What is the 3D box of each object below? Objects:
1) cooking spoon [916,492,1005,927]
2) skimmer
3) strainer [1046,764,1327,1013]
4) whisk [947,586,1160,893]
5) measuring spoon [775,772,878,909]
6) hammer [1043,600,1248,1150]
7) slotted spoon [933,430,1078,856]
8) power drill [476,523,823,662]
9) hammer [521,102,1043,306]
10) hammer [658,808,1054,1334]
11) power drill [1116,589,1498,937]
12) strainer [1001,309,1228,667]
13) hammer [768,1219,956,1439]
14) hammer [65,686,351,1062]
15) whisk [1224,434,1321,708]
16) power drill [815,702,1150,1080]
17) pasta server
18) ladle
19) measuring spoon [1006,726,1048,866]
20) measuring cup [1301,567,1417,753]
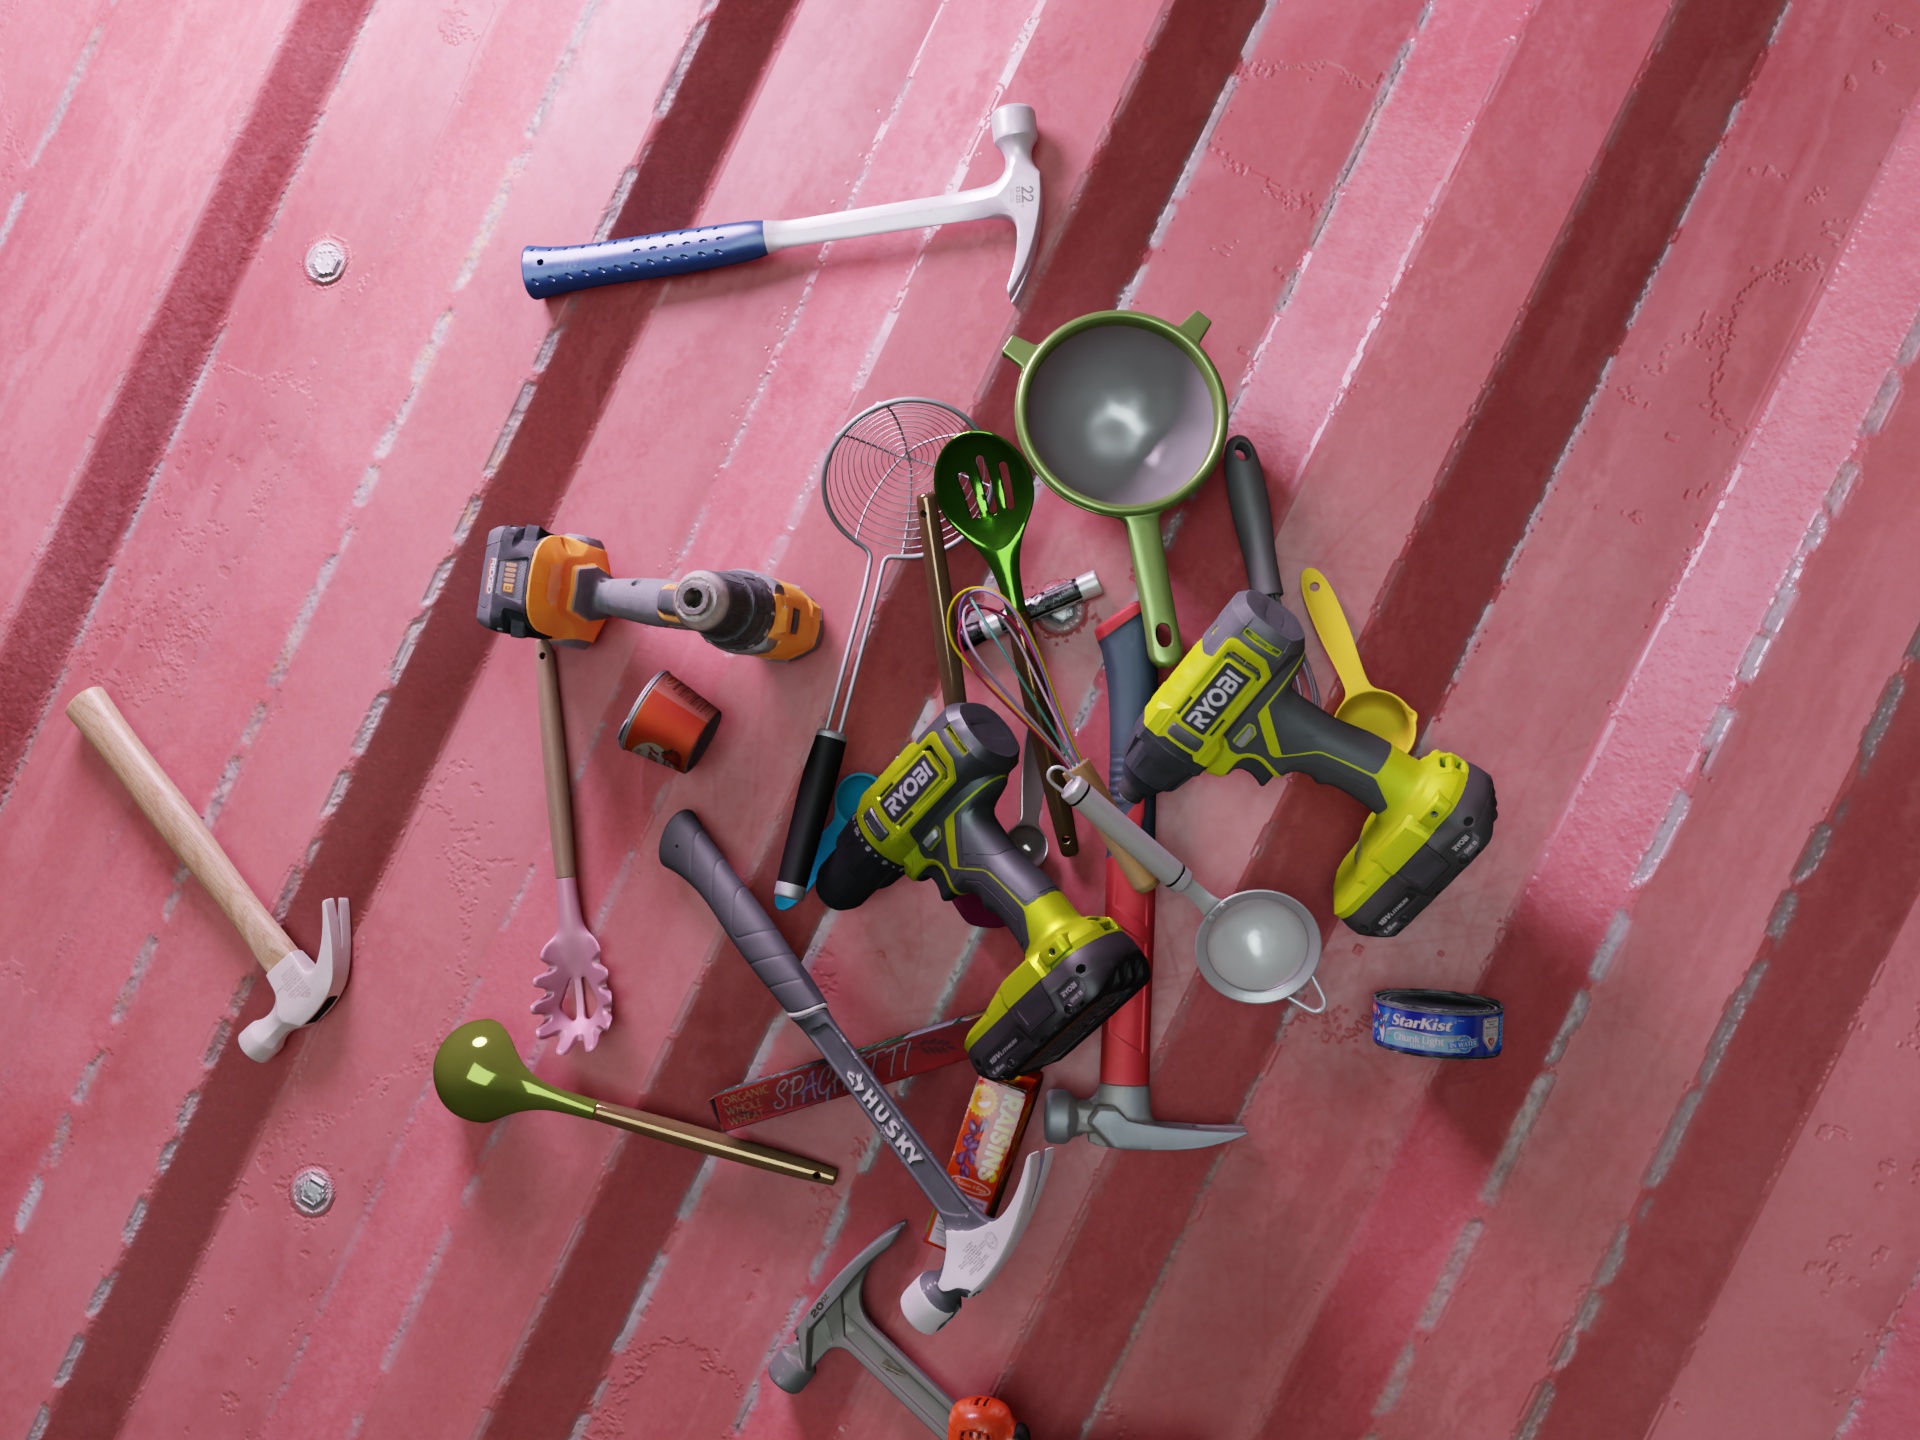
[{"bbox_3d":[-0.002,-0.004,1.139,0.069,0.017,0.319,-1,103,36],"label":"cooking spoon"},{"bbox_3d":[-0.070,-0.049,1.135,0.127,0.090,0.363,17,81,-17],"label":"skimmer"},{"bbox_3d":[0.155,0.111,1.085,0.258,0.050,0.087,40,106,-15],"label":"strainer"},{"bbox_3d":[0.065,0.015,1.103,0.047,0.051,0.245,-33,93,-9],"label":"whisk"},{"bbox_3d":[-0.097,0.092,1.193,0.042,0.021,0.128,40,103,9],"label":"measuring spoon"},{"bbox_3d":[0.137,0.108,1.136,0.143,0.038,0.386,2,86,2],"label":"hammer"},{"bbox_3d":[0.044,-0.052,1.135,0.070,0.031,0.313,-11,100,13],"label":"slotted spoon"},{"bbox_3d":[-0.229,-0.087,1.138,0.226,0.185,0.084,9,90,13],"label":"power drill"},{"bbox_3d":[-0.137,-0.363,1.209,0.405,0.035,0.144,-6,86,9],"label":"hammer"},{"bbox_3d":[-0.094,0.214,1.114,0.149,0.036,0.409,-50,63,18],"label":"hammer"},{"bbox_3d":[0.228,0.039,1.072,0.223,0.080,0.171,35,119,-2],"label":"power drill"},{"bbox_3d":[0.120,-0.160,1.134,0.151,0.069,0.256,-9,84,-5],"label":"strainer"},{"bbox_3d":[0.037,0.530,1.136,0.359,0.036,0.149,40,94,10],"label":"hammer"},{"bbox_3d":[-0.604,0.104,1.267,0.130,0.031,0.331,-42,81,6],"label":"hammer"},{"bbox_3d":[0.215,-0.089,1.133,0.055,0.055,0.239,-10,81,9],"label":"whisk"},{"bbox_3d":[0.005,0.128,1.093,0.190,0.080,0.229,-47,65,26],"label":"power drill"},{"bbox_3d":[-0.305,0.093,1.215,0.060,0.040,0.316,-6,85,-3],"label":"pasta server"},{"bbox_3d":[-0.246,0.297,1.199,0.320,0.062,0.078,15,93,3],"label":"ladle"},{"bbox_3d":[0.051,0.048,1.169,0.034,0.018,0.124,10,82,-15],"label":"measuring spoon"},{"bbox_3d":[0.276,-0.036,1.134,0.062,0.029,0.157,-20,72,7],"label":"measuring cup"}]
